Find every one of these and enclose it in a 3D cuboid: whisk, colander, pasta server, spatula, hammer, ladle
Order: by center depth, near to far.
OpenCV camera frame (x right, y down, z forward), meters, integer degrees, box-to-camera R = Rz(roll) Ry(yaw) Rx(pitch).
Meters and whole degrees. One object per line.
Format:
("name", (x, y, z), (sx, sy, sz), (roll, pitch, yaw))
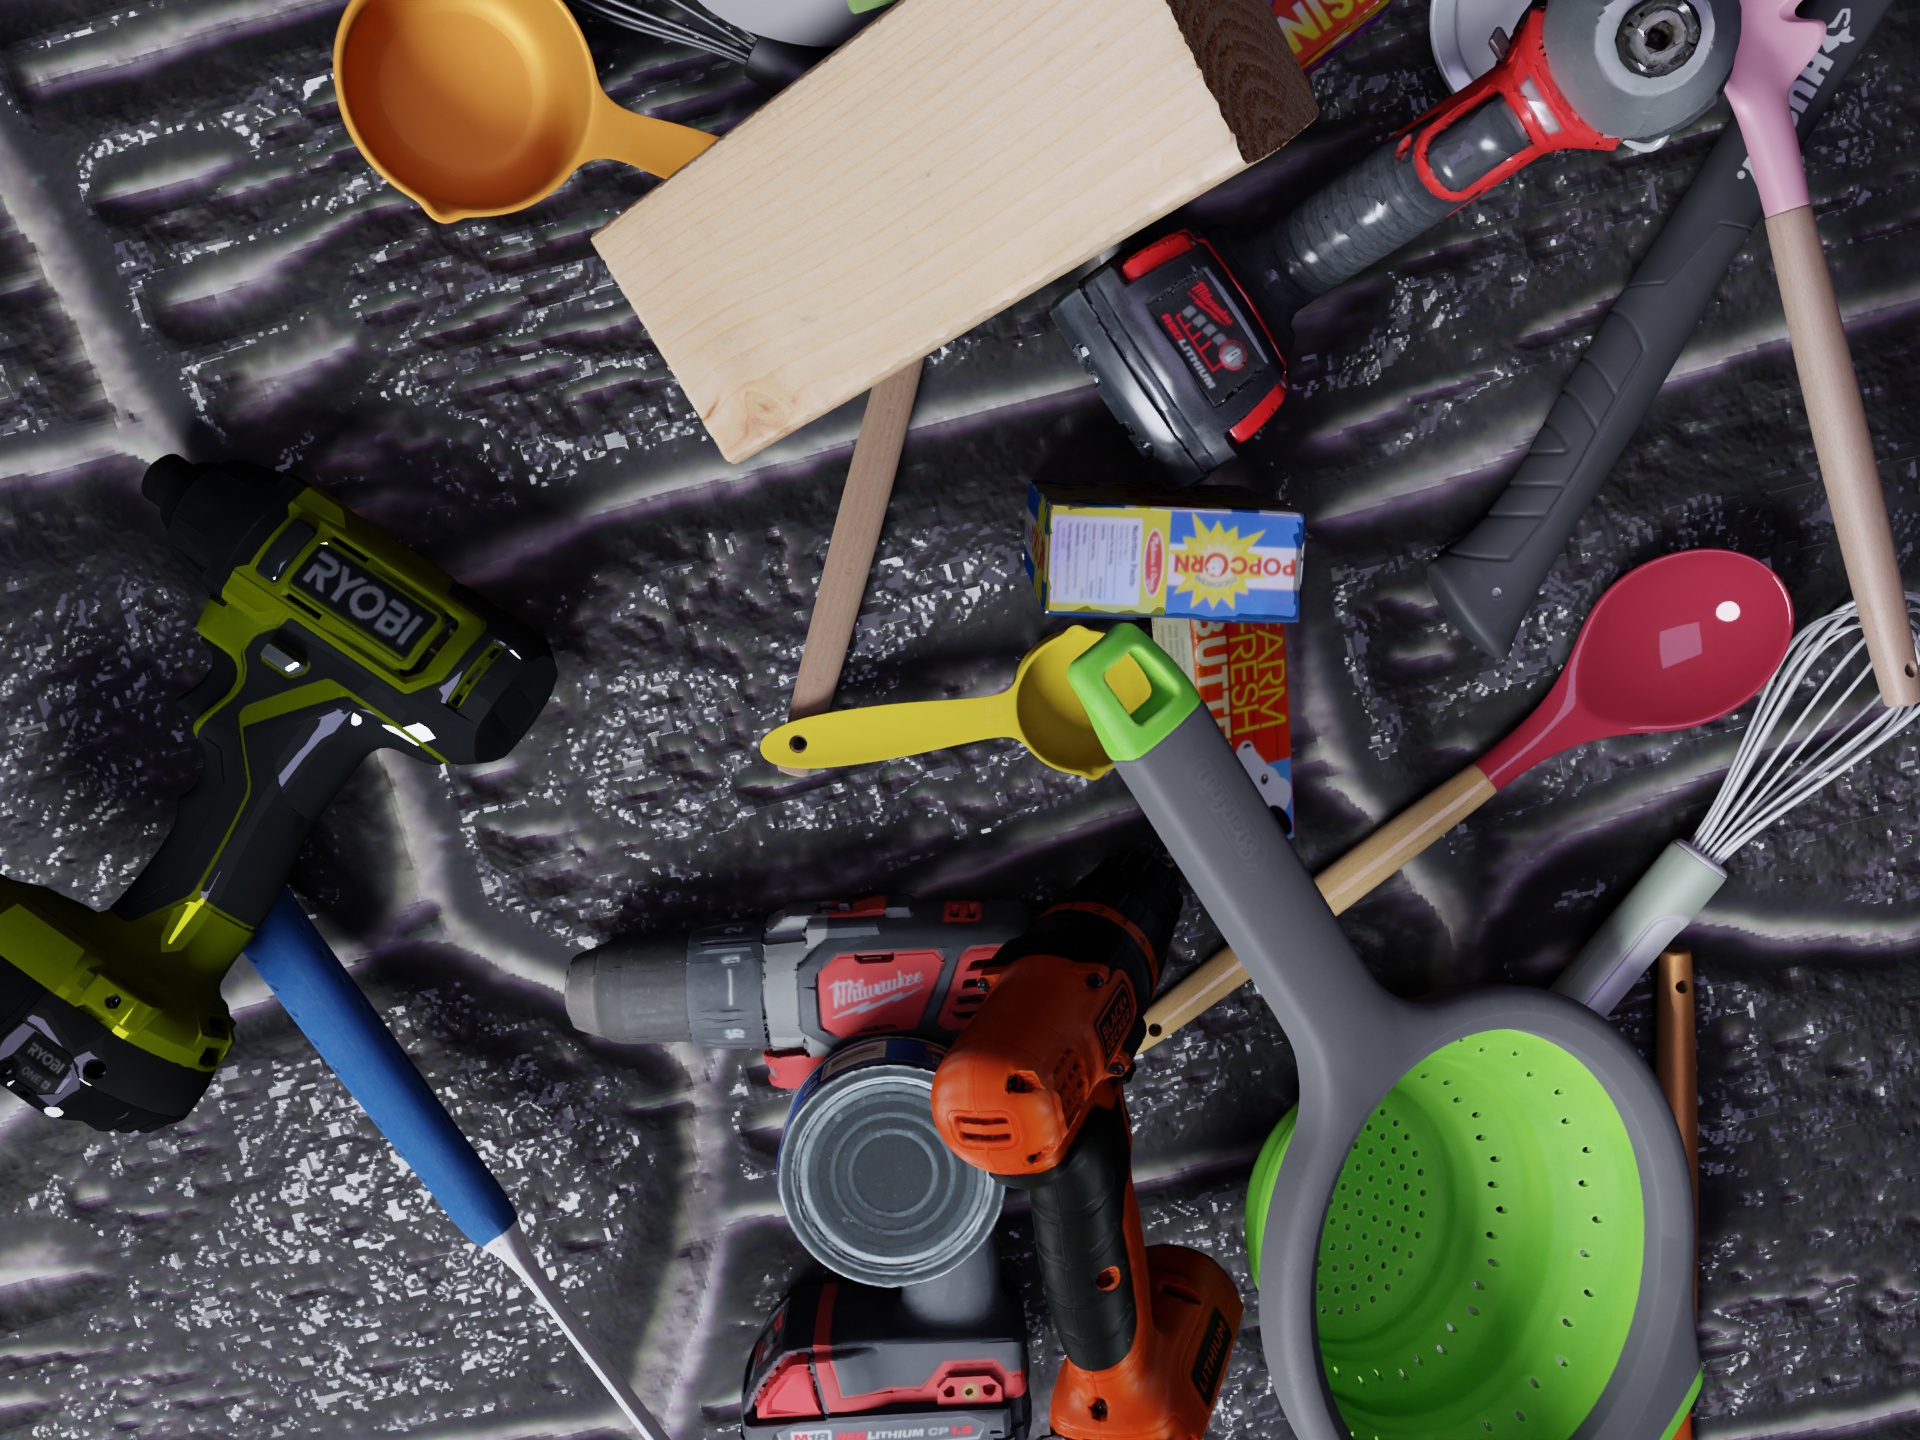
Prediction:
("pasta server", (0.305, -0.156, 0.564), (0.060, 0.040, 0.316), (-18, 97, -10))
("whisk", (-0.070, -0.244, 0.577), (0.239, 0.055, 0.055), (33, 98, -5))
("colander", (0.136, 0.135, 0.600), (0.204, 0.094, 0.397), (-40, 106, -22))
("hammer", (0.283, -0.174, 0.604), (0.146, 0.035, 0.335), (28, 98, -5))
("spatula", (-0.027, -0.130, 0.615), (0.060, 0.018, 0.316), (15, 98, 1))
("hammer", (-0.172, 0.208, 0.619), (0.035, 0.144, 0.405), (-37, 89, -13))
("whisk", (0.304, 0.050, 0.639), (0.057, 0.059, 0.246), (28, 104, -33))
("ladle", (0.192, 0.040, 0.644), (0.315, 0.031, 0.069), (-38, 91, 7))
("spatula", (0.309, 0.255, 0.676), (0.081, 0.041, 0.322), (-4, 99, 1))

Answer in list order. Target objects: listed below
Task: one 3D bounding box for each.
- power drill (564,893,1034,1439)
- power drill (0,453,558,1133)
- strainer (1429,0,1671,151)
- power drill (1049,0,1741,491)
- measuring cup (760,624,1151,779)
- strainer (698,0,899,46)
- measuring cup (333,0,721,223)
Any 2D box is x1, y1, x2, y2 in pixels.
("power drill", (-0.058, 0.183, 0.642), (0.188, 0.080, 0.226), (-3, 97, -1))
("power drill", (-0.281, 0.018, 0.578), (0.171, 0.080, 0.223), (32, 75, 7))
("strainer", (0.168, -0.307, 0.577), (0.258, 0.050, 0.087), (44, 134, -2))
("power drill", (0.144, -0.173, 0.525), (0.219, 0.143, 0.078), (-31, 101, 24))
("measuring cup", (-0.001, -0.002, 0.632), (0.156, 0.029, 0.062), (-8, 100, 1))
("strainer", (-0.010, -0.312, 0.545), (0.152, 0.069, 0.256), (28, 68, 27))
("measuring cup", (-0.142, -0.220, 0.589), (0.173, 0.052, 0.095), (10, 103, -28))
